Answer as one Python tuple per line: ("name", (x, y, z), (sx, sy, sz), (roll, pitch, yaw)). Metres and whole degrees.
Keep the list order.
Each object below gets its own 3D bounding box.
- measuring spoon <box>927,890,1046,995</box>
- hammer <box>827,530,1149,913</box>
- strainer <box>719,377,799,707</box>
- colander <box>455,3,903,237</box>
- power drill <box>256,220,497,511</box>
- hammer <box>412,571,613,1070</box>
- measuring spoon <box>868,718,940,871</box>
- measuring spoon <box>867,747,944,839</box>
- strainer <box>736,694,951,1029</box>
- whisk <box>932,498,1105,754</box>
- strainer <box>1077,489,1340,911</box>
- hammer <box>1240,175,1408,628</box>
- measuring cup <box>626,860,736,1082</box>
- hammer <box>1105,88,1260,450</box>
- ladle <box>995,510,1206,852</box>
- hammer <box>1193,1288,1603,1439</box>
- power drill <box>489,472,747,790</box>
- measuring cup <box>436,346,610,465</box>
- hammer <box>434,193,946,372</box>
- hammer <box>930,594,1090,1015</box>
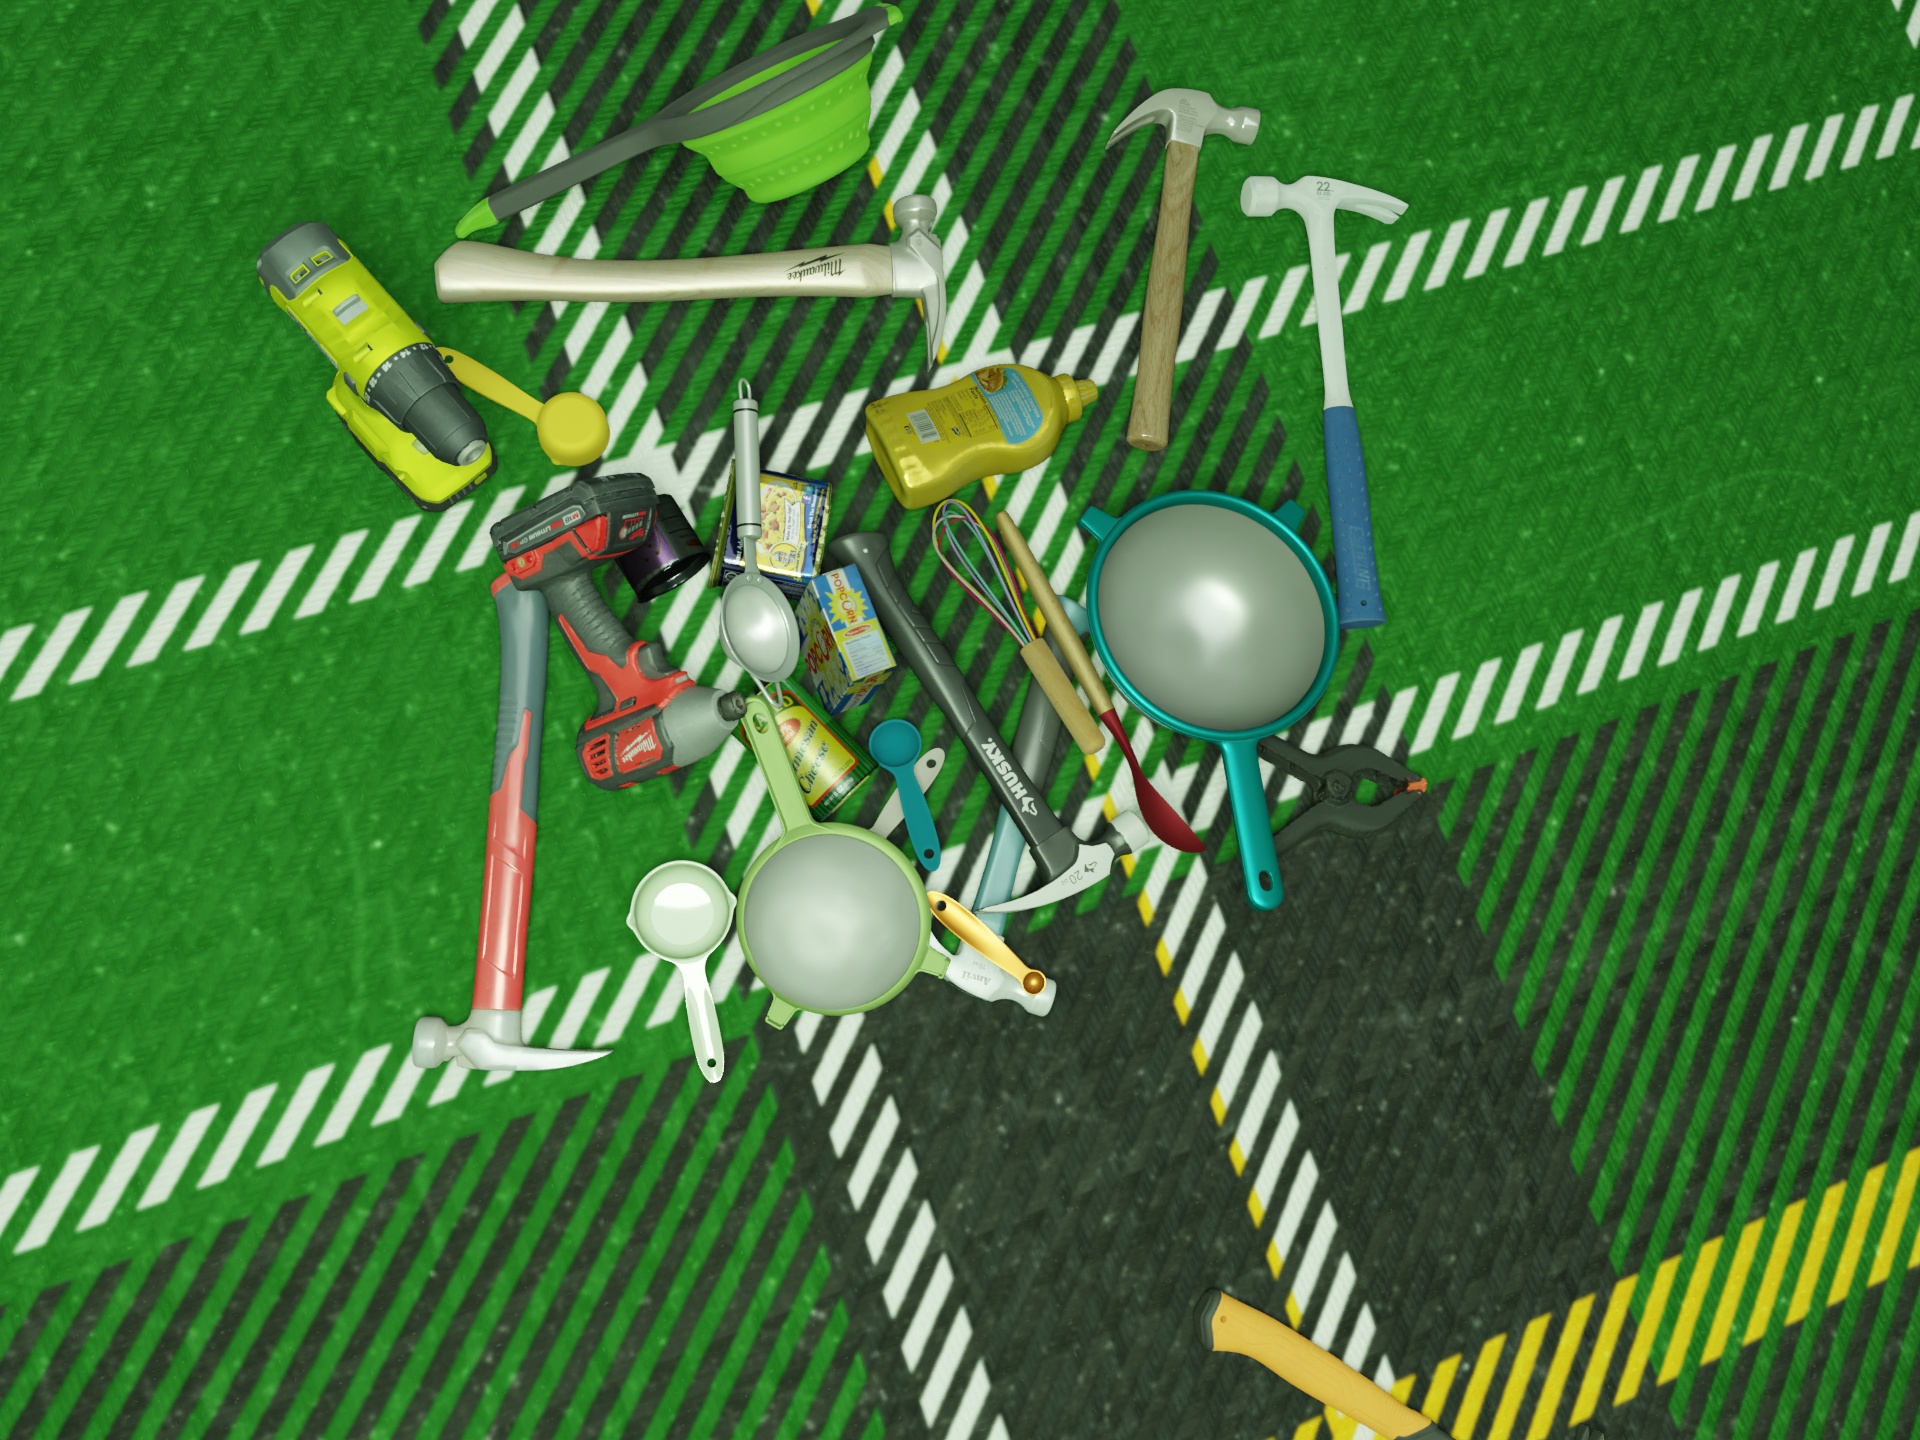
("measuring spoon", (0.018, 0.171, 1.226), (0.117, 0.011, 0.021), (40, 78, 2))
("hammer", (-0.002, -0.004, 1.239), (0.146, 0.035, 0.335), (-33, 87, -15))
("strainer", (-0.161, -0.135, 1.211), (0.050, 0.086, 0.258), (-7, 82, 34))
("colander", (-0.214, -0.451, 1.293), (0.397, 0.205, 0.094), (-24, 119, 3))
("power drill", (-0.404, -0.235, 1.154), (0.080, 0.228, 0.190), (-42, 88, -13))
("hammer", (-0.324, 0.068, 1.209), (0.143, 0.038, 0.386), (4, 79, -10))
("measuring spoon", (-0.039, 0.061, 1.254), (0.042, 0.021, 0.129), (-16, 72, -4))
("measuring spoon", (-0.050, 0.072, 1.266), (0.034, 0.018, 0.124), (32, 69, 14))
("strainer", (-0.117, 0.106, 1.176), (0.151, 0.069, 0.256), (-19, 96, 9))
("whisk", (0.044, -0.075, 1.272), (0.047, 0.051, 0.245), (-35, 73, 12))
("strainer", (0.199, -0.011, 1.267), (0.211, 0.095, 0.340), (-4, 75, -15))
("hammer", (0.333, -0.280, 1.378), (0.144, 0.035, 0.406), (-2, 80, -9))
("measuring cup", (-0.203, 0.190, 1.207), (0.083, 0.038, 0.168), (-11, 84, -11))
("hammer", (0.178, -0.393, 1.376), (0.130, 0.031, 0.331), (10, 79, -7))
("ladle", (0.105, -0.030, 1.259), (0.031, 0.069, 0.315), (-28, 81, 0))
("hammer", (0.333, 0.529, 1.229), (0.337, 0.034, 0.127), (31, 77, -2))
("power drill", (-0.249, -0.066, 1.186), (0.143, 0.078, 0.219), (-19, 94, 28))
("measuring cup", (-0.353, -0.259, 1.268), (0.156, 0.029, 0.062), (30, 77, -4))
("hammer", (-0.216, -0.354, 1.306), (0.410, 0.038, 0.146), (-4, 82, -9))
("hammer", (0.050, 0.058, 1.273), (0.128, 0.033, 0.331), (17, 77, -7))
